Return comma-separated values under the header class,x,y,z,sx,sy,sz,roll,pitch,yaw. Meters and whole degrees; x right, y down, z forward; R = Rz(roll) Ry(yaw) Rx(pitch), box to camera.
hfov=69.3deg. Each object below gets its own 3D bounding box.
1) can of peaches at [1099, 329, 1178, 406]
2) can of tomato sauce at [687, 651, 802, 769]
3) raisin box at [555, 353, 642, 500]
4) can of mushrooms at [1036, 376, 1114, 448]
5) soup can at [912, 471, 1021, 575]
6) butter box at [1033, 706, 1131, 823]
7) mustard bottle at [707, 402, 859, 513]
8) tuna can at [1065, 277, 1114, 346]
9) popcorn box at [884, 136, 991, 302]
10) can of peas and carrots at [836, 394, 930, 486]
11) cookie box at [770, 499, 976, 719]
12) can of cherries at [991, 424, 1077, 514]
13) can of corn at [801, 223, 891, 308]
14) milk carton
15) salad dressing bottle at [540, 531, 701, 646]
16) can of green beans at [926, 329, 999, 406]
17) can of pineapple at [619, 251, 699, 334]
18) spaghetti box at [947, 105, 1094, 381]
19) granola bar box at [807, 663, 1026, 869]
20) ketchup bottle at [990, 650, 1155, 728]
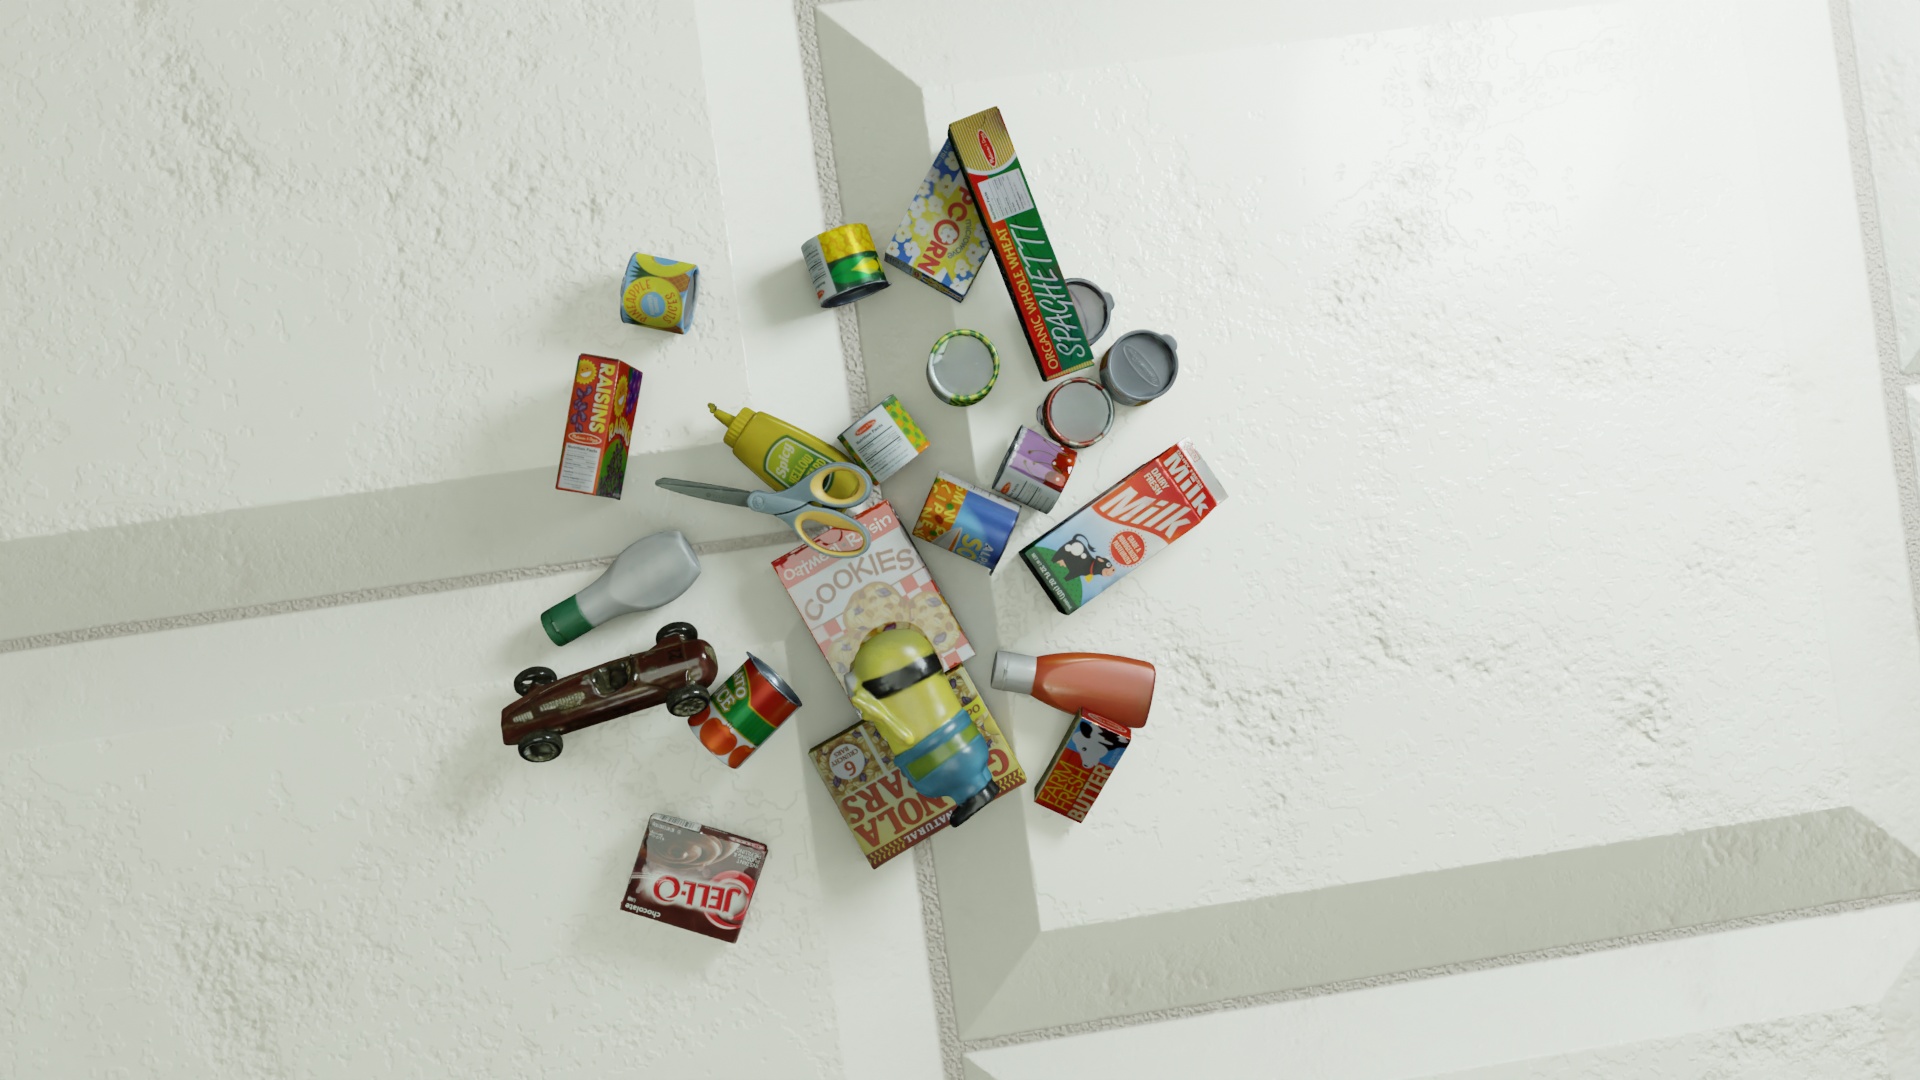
class,x,y,z,sx,sy,sz,roll,pitch,yaw
can of peaches,0.167,-0.161,1.293,0.071,0.058,0.071,0,89,-3
can of tomato sauce,-0.198,0.155,1.268,0.071,0.071,0.083,45,89,-2
raisin box,-0.325,-0.101,1.255,0.040,0.086,0.123,10,89,2
can of mushrooms,0.108,-0.119,1.302,0.071,0.033,0.071,0,90,-3
soup can,0.005,-0.016,1.279,0.084,0.071,0.071,23,89,-2
butter box,0.112,0.208,1.285,0.053,0.024,0.103,25,112,-4
mustard bottle,-0.168,-0.080,1.280,0.160,0.049,0.065,32,92,-2
tuna can,0.108,-0.212,1.303,0.071,0.033,0.071,0,90,-3
popcorn box,-0.005,-0.299,1.295,0.085,0.038,0.126,29,88,-4
can of peas and carrots,-0.070,-0.092,1.278,0.071,0.071,0.058,-37,95,-2
cookie box,-0.080,0.062,1.288,0.123,0.040,0.167,-30,91,-2
can of cherries,0.070,-0.067,1.284,0.058,0.071,0.071,25,89,-3
can of corn,-0.105,-0.253,1.278,0.071,0.071,0.058,-20,91,-3
milk carton,0.152,-0.015,1.283,0.191,0.073,0.072,-34,91,-3
salad dressing bottle,-0.312,0.046,1.276,0.148,0.044,0.064,-29,93,-2
can of green beans,0.002,-0.159,1.285,0.071,0.058,0.071,0,90,-3
can of pineapple,-0.274,-0.224,1.267,0.058,0.071,0.071,11,89,-3
spaghetti box,0.055,-0.267,1.265,0.050,0.028,0.250,-21,92,-4
granola bar box,-0.040,0.208,1.289,0.166,0.039,0.124,-30,91,-2
ketchup bottle,0.104,0.132,1.294,0.149,0.043,0.064,10,95,-2
